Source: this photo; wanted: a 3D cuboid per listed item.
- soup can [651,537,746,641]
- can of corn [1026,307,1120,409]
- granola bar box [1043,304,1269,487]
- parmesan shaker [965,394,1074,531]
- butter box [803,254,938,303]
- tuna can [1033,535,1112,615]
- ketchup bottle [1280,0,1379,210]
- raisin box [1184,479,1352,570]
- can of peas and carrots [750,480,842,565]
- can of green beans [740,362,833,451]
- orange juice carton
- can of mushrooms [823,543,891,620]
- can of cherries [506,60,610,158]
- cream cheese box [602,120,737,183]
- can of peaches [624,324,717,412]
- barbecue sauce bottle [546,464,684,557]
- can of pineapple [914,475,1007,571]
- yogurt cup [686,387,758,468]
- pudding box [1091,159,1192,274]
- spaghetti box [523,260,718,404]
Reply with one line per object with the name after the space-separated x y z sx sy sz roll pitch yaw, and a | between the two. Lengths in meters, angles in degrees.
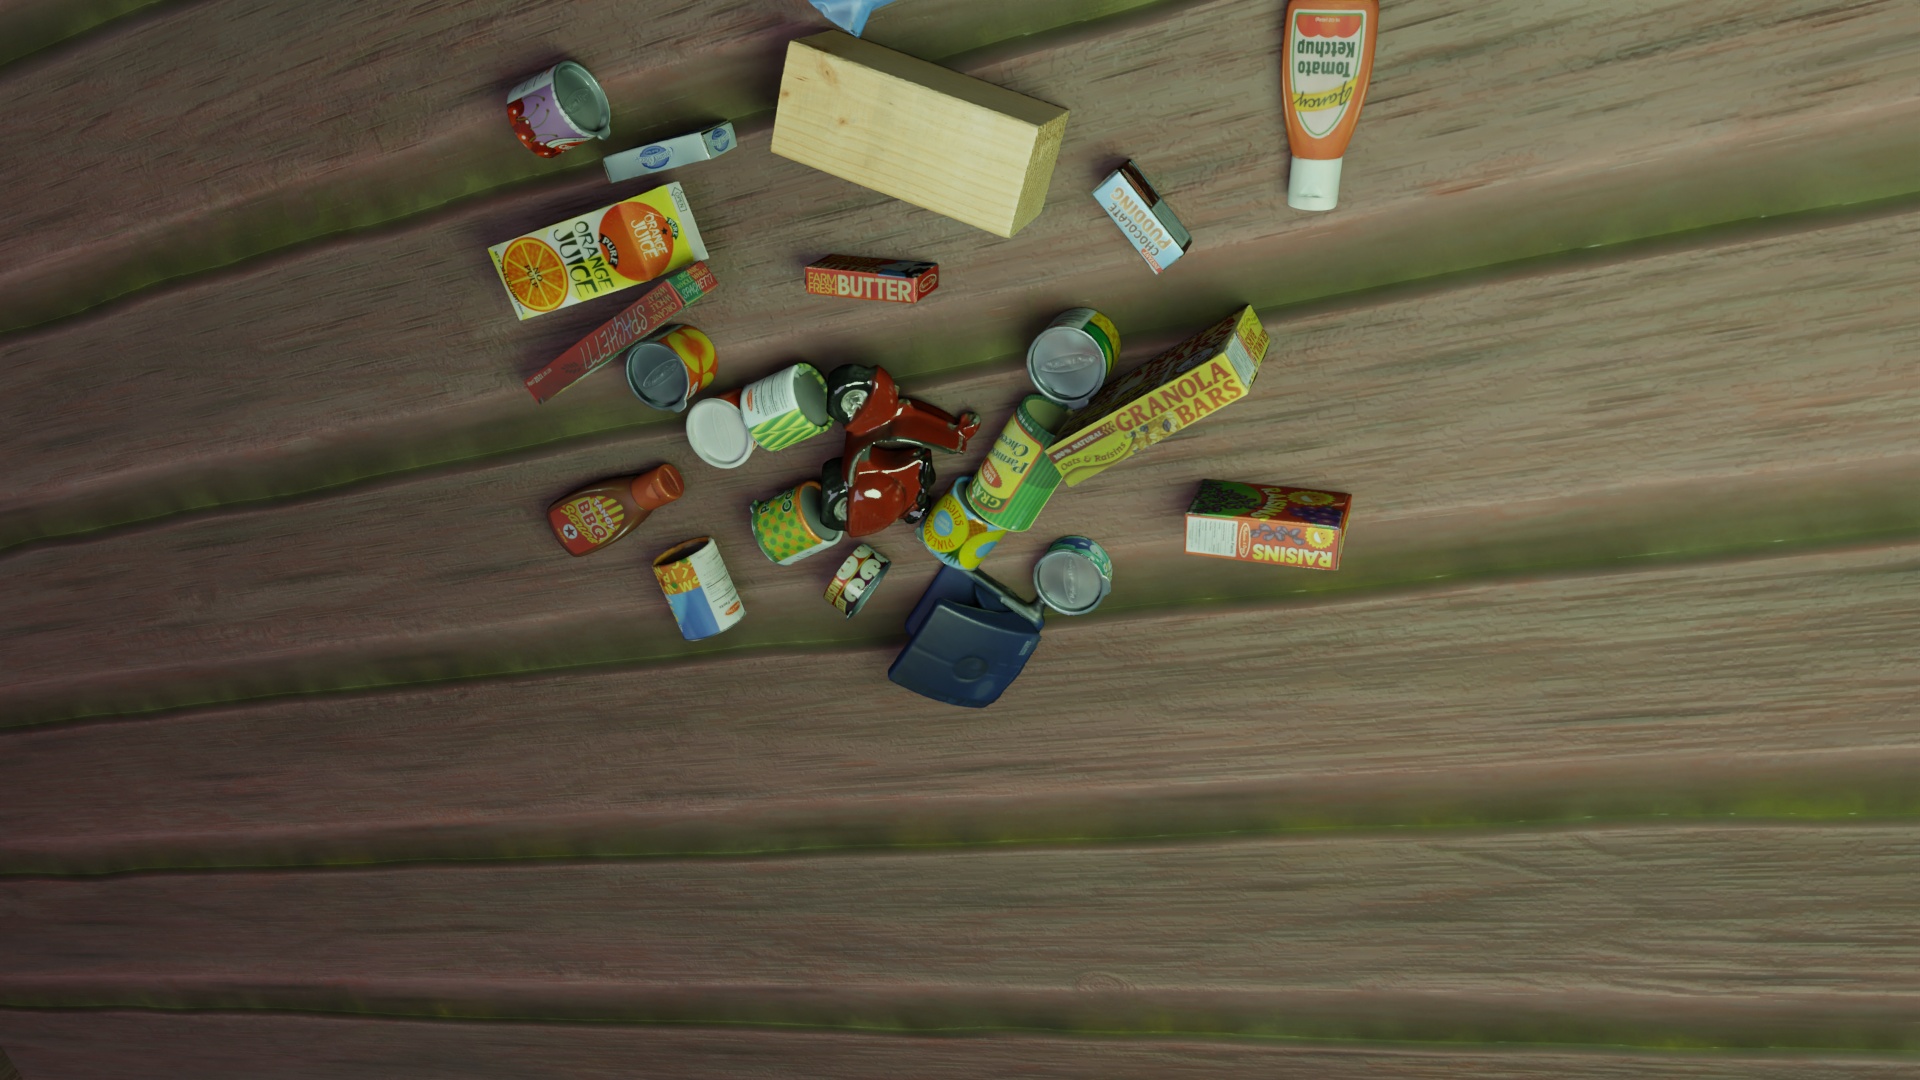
-0.261 0.048 1.374 0.071 0.072 0.083 -12 109 26 | soup can
0.095 -0.150 1.143 0.071 0.058 0.070 9 118 17 | can of corn
0.158 -0.114 1.098 0.165 0.125 0.039 -28 103 30 | granola bar box
0.056 -0.069 1.196 0.071 0.072 0.102 33 121 3 | parmesan shaker
-0.075 -0.222 1.177 0.103 0.053 0.024 8 116 17 | butter box
0.104 0.031 1.244 0.071 0.033 0.070 9 118 17 | tuna can
0.262 -0.317 1.006 0.065 0.044 0.148 8 118 17 | ketchup bottle
0.251 -0.015 1.133 0.123 0.086 0.040 7 113 18 | raisin box
-0.153 -0.019 1.300 0.058 0.071 0.071 -23 105 28 | can of peas and carrots
-0.155 -0.120 1.250 0.057 0.071 0.071 -19 107 27 | can of green beans
-0.315 -0.261 1.239 0.192 0.073 0.071 -11 110 25 | orange juice carton
-0.098 0.039 1.304 0.033 0.071 0.070 36 122 3 | can of mushrooms
-0.347 -0.370 1.202 0.058 0.072 0.071 -15 109 27 | can of cherries
-0.248 -0.333 1.189 0.104 0.054 0.024 -6 115 24 | cream cheese box
-0.264 -0.158 1.279 0.071 0.058 0.071 8 117 17 | can of peaches
-0.340 -0.034 1.378 0.148 0.044 0.064 -21 105 28 | barbecue sauce bottle
0.004 -0.016 1.238 0.071 0.071 0.057 38 121 0 | can of pineapple
-0.212 -0.107 1.286 0.072 0.054 0.072 9 118 17 | yogurt cup
0.142 -0.252 1.080 0.030 0.050 0.083 -36 99 29 | pudding box
-0.311 -0.185 1.259 0.249 0.050 0.028 -22 106 41 | spaghetti box
